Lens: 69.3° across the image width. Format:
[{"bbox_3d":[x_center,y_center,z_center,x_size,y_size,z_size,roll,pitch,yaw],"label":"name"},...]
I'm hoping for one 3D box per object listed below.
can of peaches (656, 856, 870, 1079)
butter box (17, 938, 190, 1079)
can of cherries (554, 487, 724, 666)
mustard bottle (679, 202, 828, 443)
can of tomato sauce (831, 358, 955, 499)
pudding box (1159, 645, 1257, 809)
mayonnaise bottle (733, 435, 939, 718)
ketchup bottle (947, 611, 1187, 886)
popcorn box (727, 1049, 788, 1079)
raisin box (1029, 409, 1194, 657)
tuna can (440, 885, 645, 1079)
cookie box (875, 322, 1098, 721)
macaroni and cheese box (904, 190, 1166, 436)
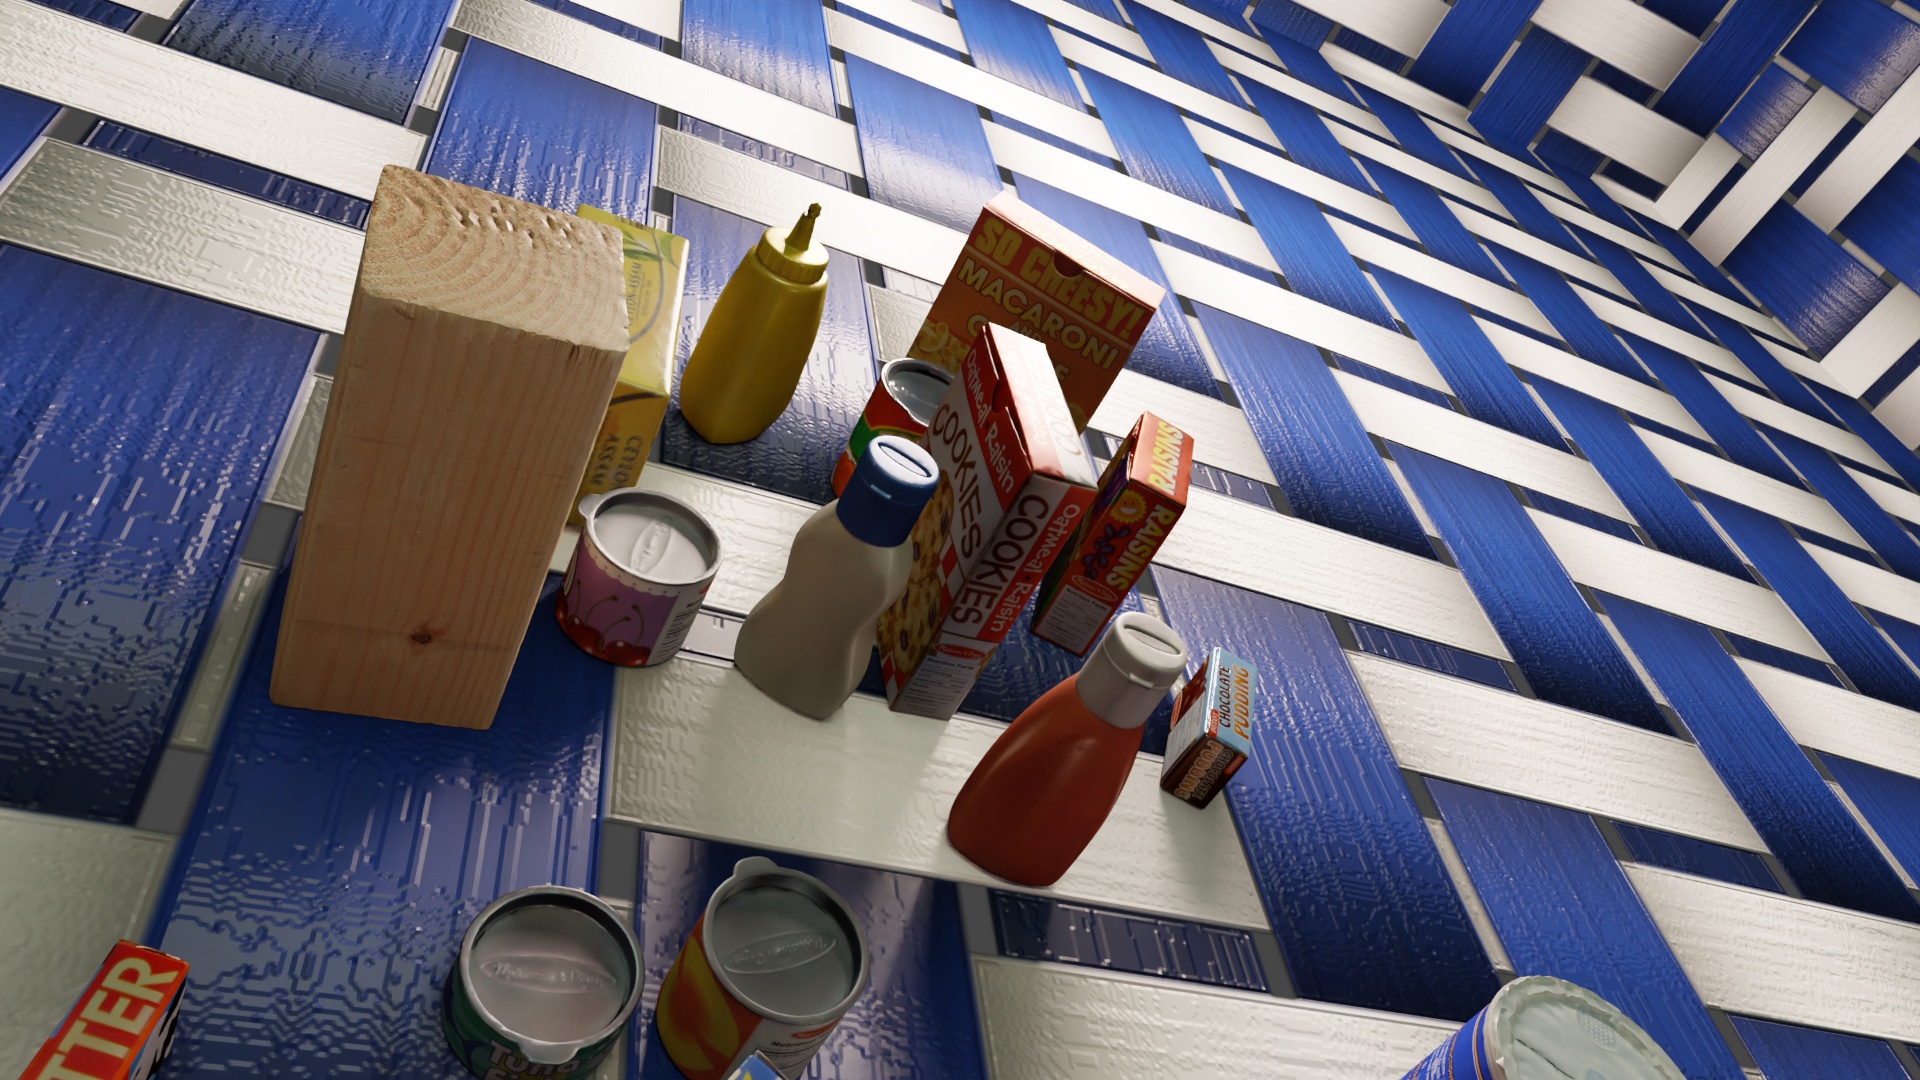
[{"bbox_3d":[-0.077,0.167,0.529,0.071,0.057,0.071,20,35,-15],"label":"can of peaches"},{"bbox_3d":[-0.257,0.171,0.390,0.024,0.052,0.104,23,34,-11],"label":"butter box"},{"bbox_3d":[-0.156,0.016,0.664,0.071,0.058,0.072,20,35,-15],"label":"can of cherries"},{"bbox_3d":[-0.110,-0.128,0.795,0.049,0.159,0.065,44,36,20],"label":"mustard bottle"},{"bbox_3d":[-0.032,-0.055,0.829,0.071,0.082,0.071,21,35,-15],"label":"can of tomato sauce"},{"bbox_3d":[0.141,0.104,0.785,0.030,0.049,0.084,29,34,-3],"label":"pudding box"},{"bbox_3d":[-0.056,0.017,0.659,0.065,0.147,0.041,33,33,4],"label":"mayonnaise bottle"},{"bbox_3d":[0.051,0.096,0.637,0.065,0.148,0.044,25,34,-8],"label":"ketchup bottle"},{"bbox_3d":[-0.098,0.225,0.412,0.038,0.084,0.127,37,34,10],"label":"popcorn box"},{"bbox_3d":[0.090,-0.004,0.820,0.040,0.122,0.086,28,33,-4],"label":"raisin box"},{"bbox_3d":[-0.150,0.163,0.500,0.071,0.032,0.071,20,35,-15],"label":"tuna can"},{"bbox_3d":[0.003,-0.009,0.720,0.040,0.166,0.123,14,37,-24],"label":"cookie box"},{"bbox_3d":[0.036,-0.118,0.888,0.124,0.165,0.040,32,33,2],"label":"macaroni and cheese box"}]
